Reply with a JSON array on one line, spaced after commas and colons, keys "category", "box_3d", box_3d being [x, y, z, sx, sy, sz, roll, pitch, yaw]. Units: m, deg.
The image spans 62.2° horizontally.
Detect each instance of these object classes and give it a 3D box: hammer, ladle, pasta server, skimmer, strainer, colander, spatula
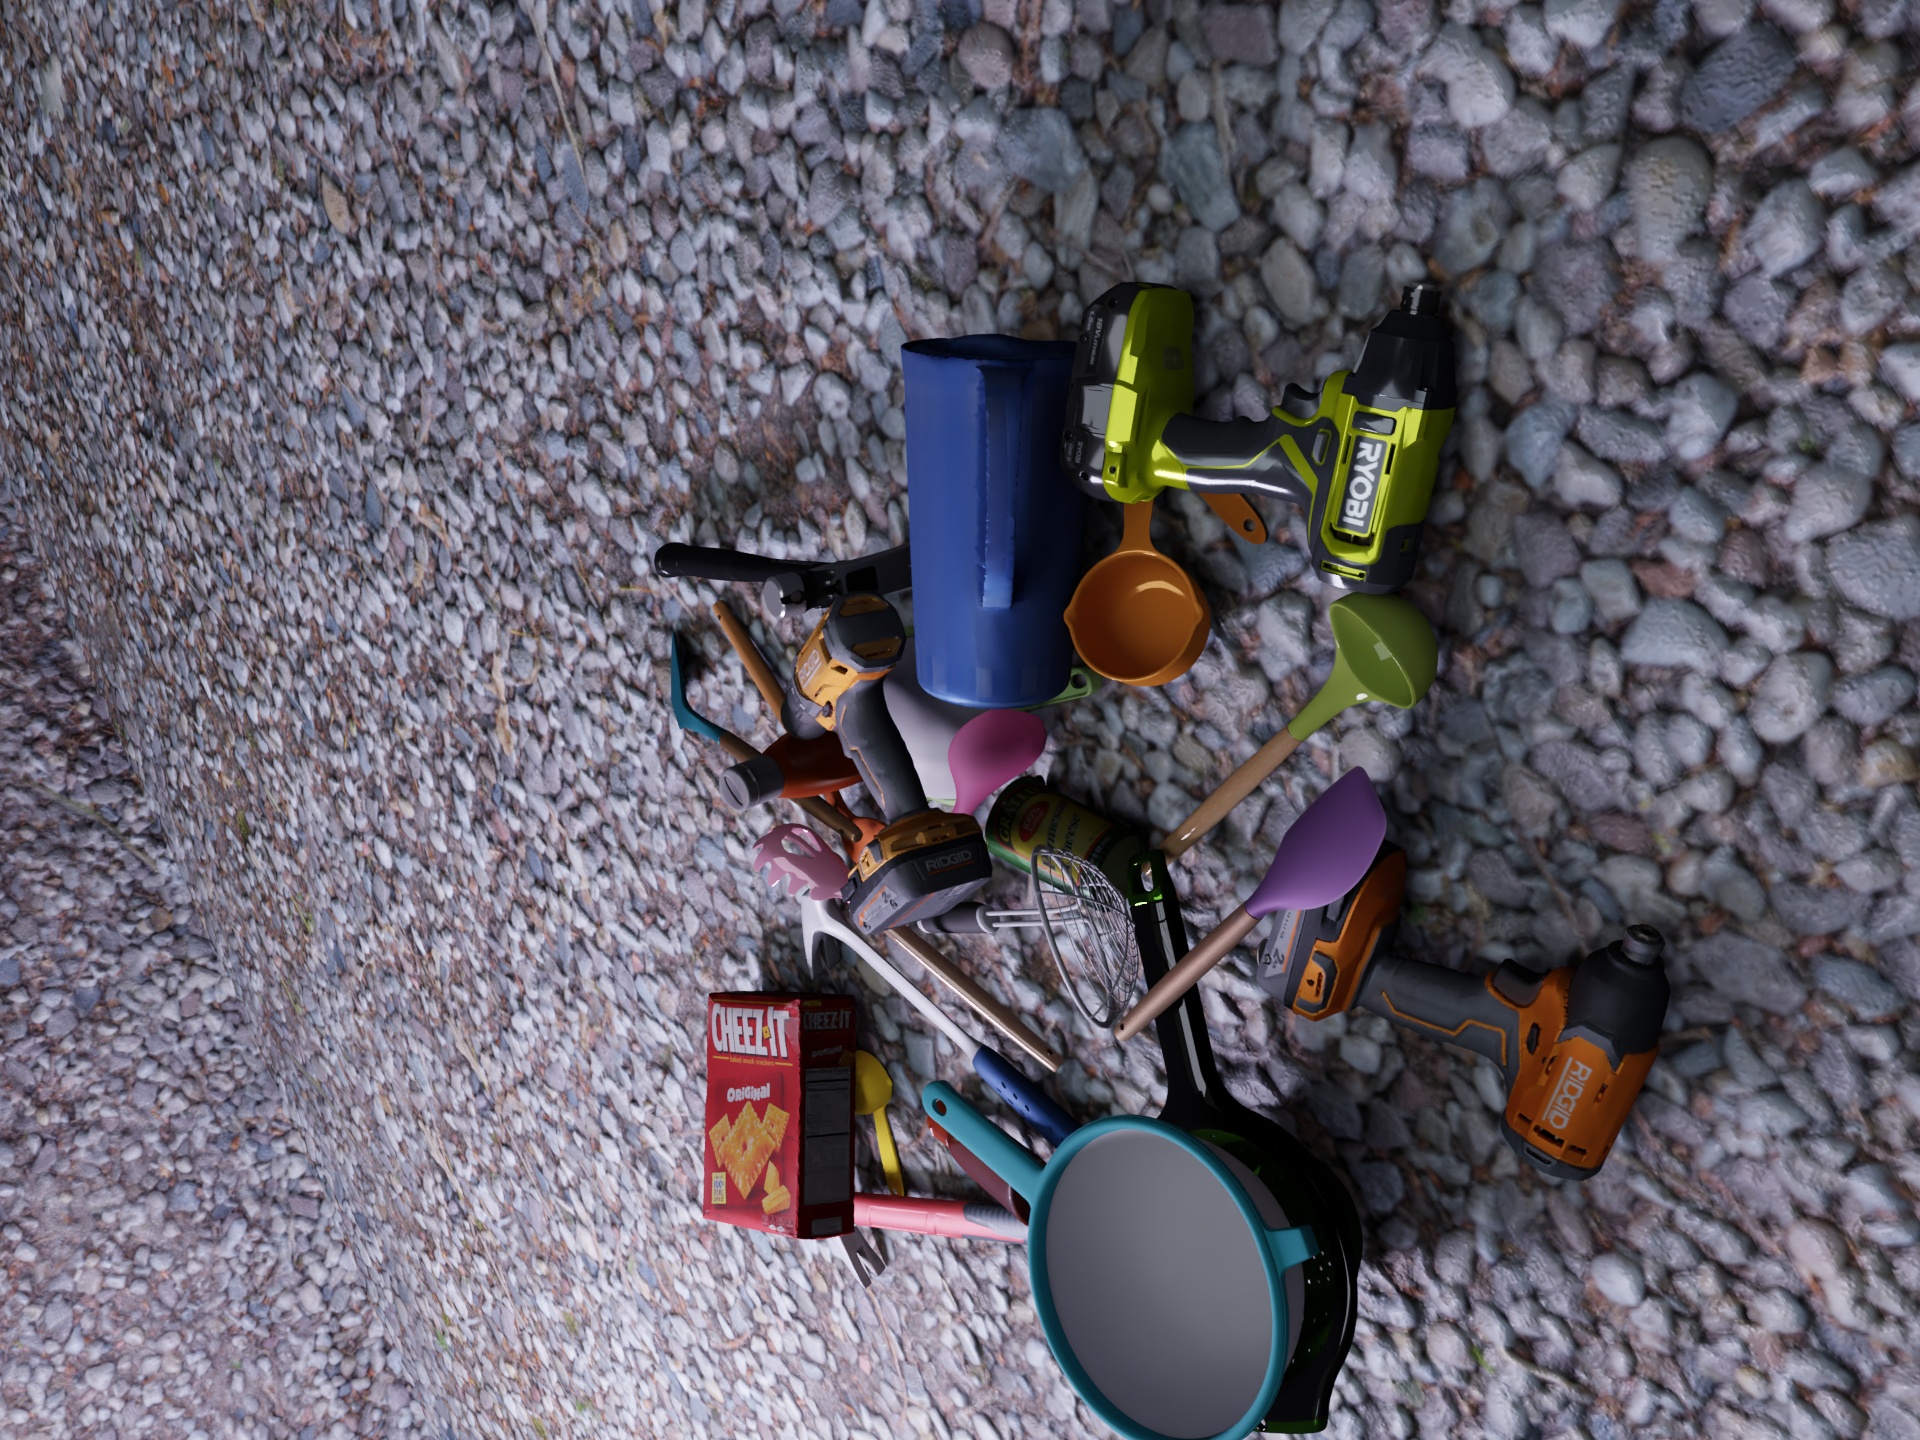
[{"category": "hammer", "box_3d": [0.008, 0.275, 1.330, 0.406, 0.035, 0.144, 38, 141, 26]}, {"category": "ladle", "box_3d": [0.197, 0.025, 1.034, 0.078, 0.062, 0.320, 54, 138, 15]}, {"category": "pasta server", "box_3d": [-0.044, 0.185, 1.308, 0.316, 0.060, 0.040, 38, 142, 12]}, {"category": "skimmer", "box_3d": [0.023, 0.157, 1.167, 0.363, 0.090, 0.127, -17, 98, 64]}, {"category": "hammer", "box_3d": [0.012, 0.453, 1.401, 0.386, 0.038, 0.143, -12, 108, 45]}, {"category": "strainer", "box_3d": [-0.002, -0.004, 1.211, 0.256, 0.069, 0.151, -14, 96, 49]}, {"category": "hammer", "box_3d": [-0.161, -0.126, 1.307, 0.335, 0.146, 0.035, 13, 115, 54]}, {"category": "colander", "box_3d": [0.195, 0.284, 1.124, 0.204, 0.094, 0.397, -20, 78, 46]}, {"category": "spatula", "box_3d": [-0.184, 0.023, 1.412, 0.318, 0.044, 0.082, 33, 129, 36]}, {"category": "spatula", "box_3d": [-0.127, 0.020, 1.386, 0.323, 0.041, 0.081, 56, 137, 18]}, {"category": "spatula", "box_3d": [0.175, 0.134, 1.011, 0.315, 0.018, 0.060, -55, 42, 47]}, {"category": "strainer", "box_3d": [0.109, 0.336, 1.085, 0.341, 0.095, 0.211, 30, 111, 44]}]

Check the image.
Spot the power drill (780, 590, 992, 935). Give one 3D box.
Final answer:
[{"category": "power drill", "box_3d": [-0.070, 0.040, 1.180, 0.185, 0.084, 0.226, -45, 61, 59]}]

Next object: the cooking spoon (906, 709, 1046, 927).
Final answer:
[{"category": "cooking spoon", "box_3d": [-0.007, 0.089, 1.265, 0.318, 0.068, 0.017, 117, 159, -48]}]

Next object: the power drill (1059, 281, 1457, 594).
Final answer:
[{"category": "power drill", "box_3d": [0.179, -0.185, 0.948, 0.223, 0.080, 0.171, 21, 113, 32]}]

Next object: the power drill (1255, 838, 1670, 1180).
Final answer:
[{"category": "power drill", "box_3d": [0.306, 0.152, 0.959, 0.227, 0.084, 0.164, 30, 123, 30]}]

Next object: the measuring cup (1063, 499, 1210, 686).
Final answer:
[{"category": "measuring cup", "box_3d": [0.125, -0.107, 1.062, 0.095, 0.052, 0.174, 0, 81, 25]}]

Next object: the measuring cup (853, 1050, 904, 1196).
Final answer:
[{"category": "measuring cup", "box_3d": [-0.082, 0.384, 1.480, 0.062, 0.029, 0.156, -3, 103, 46]}]

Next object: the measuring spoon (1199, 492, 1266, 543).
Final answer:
[{"category": "measuring spoon", "box_3d": [0.160, -0.159, 1.031, 0.117, 0.011, 0.021, 51, 126, 13]}]

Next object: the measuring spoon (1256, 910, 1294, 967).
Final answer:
[{"category": "measuring spoon", "box_3d": [0.228, 0.123, 1.075, 0.034, 0.018, 0.124, 36, 124, 48]}]
